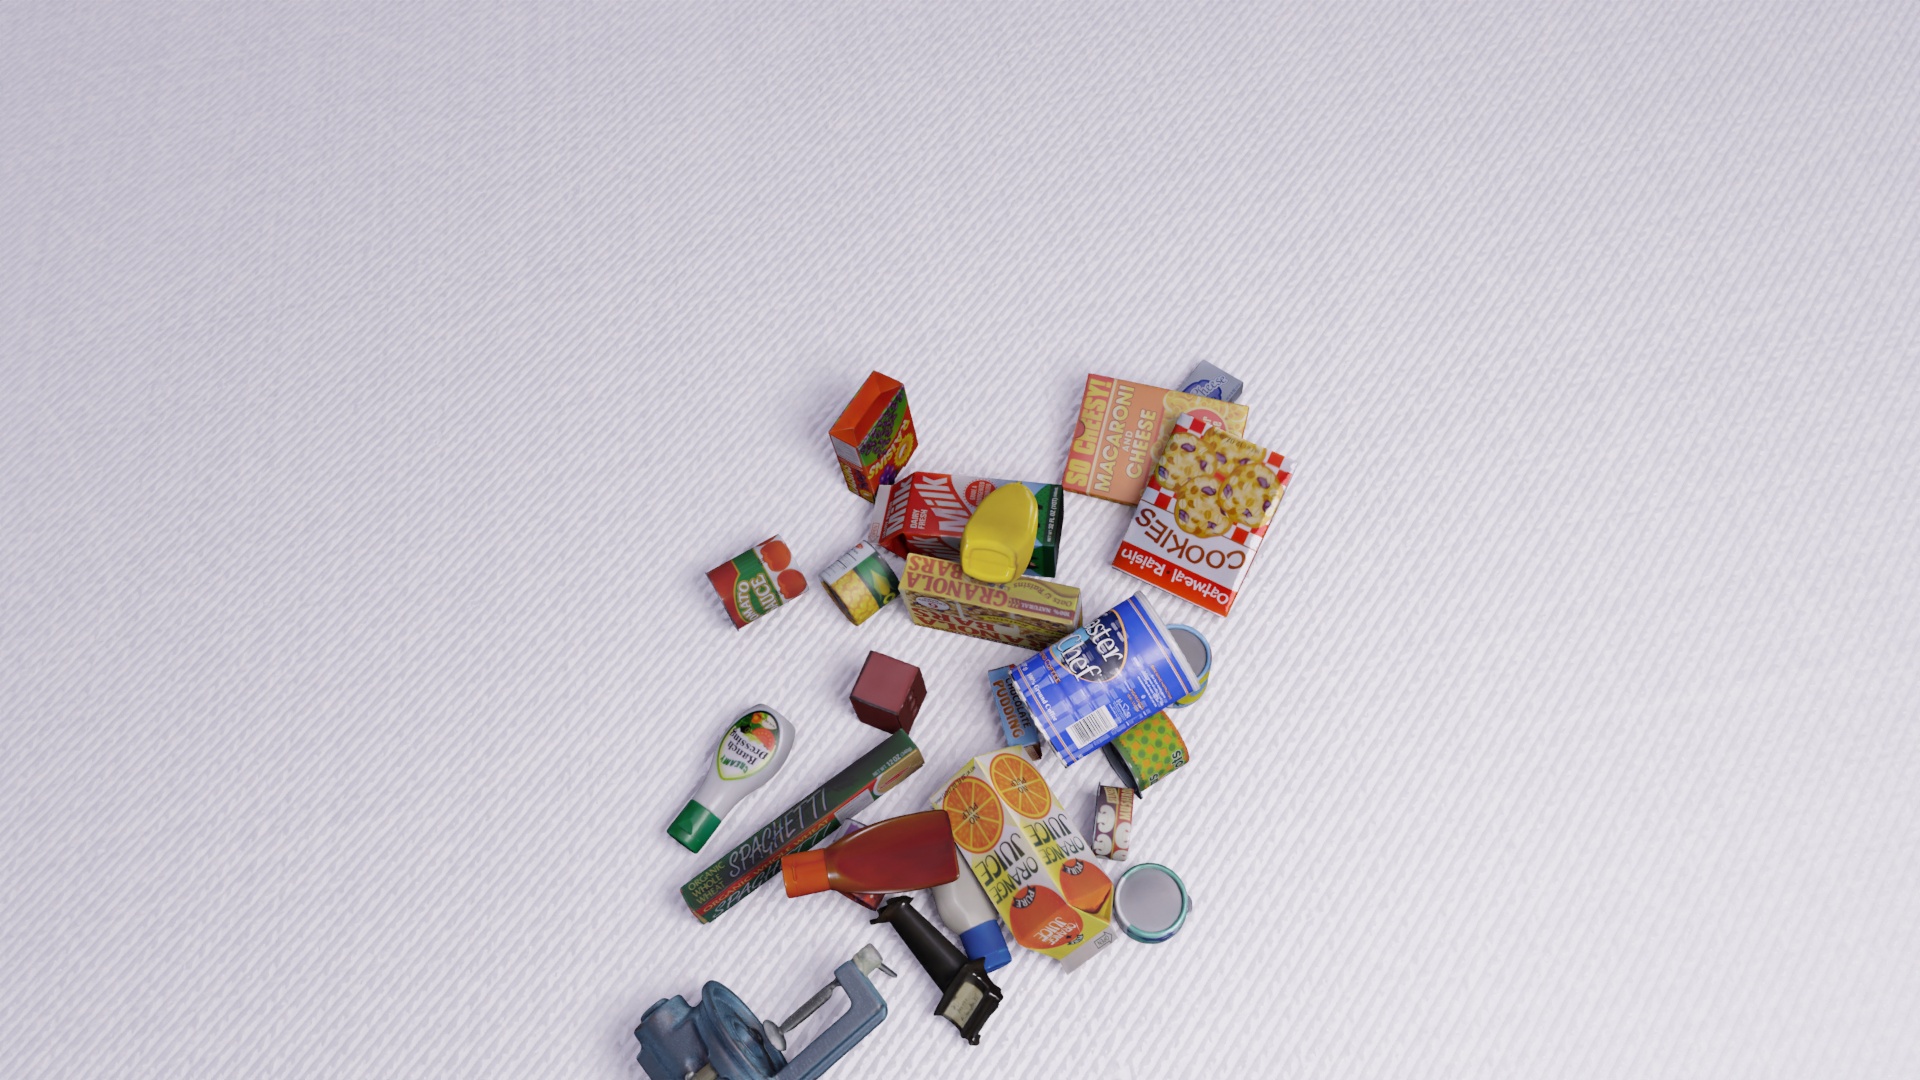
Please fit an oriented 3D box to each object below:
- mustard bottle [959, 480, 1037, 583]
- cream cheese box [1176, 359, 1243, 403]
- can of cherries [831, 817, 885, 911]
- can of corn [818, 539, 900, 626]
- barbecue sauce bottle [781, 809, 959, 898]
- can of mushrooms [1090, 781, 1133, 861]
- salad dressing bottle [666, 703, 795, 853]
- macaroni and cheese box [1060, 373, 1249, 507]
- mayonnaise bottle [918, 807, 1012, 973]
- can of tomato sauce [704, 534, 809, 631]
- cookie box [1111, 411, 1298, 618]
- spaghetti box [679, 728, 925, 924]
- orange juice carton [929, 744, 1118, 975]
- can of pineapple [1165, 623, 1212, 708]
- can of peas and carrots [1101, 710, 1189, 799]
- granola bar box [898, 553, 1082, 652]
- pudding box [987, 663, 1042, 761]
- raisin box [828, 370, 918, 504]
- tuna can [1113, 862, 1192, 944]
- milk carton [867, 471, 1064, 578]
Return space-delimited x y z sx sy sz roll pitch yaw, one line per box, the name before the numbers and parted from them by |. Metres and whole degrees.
mustard bottle | 0.043 -0.016 1.297 0.065 0.048 0.161 13 29 9
cream cheese box | 0.247 -0.138 1.461 0.053 0.024 0.104 34 71 20
can of cherries | -0.087 0.293 1.249 0.071 0.071 0.058 25 69 16
can of corn | -0.098 0.045 1.377 0.058 0.071 0.071 -37 66 -12
barbecue sauce bottle | -0.078 0.276 1.197 0.149 0.043 0.065 -10 72 -6
can of mushrooms | 0.137 0.252 1.249 0.033 0.070 0.071 7 64 7
salad dressing bottle | -0.216 0.224 1.307 0.064 0.043 0.148 30 70 17
macaroni and cheese box | 0.197 -0.093 1.411 0.166 0.040 0.123 13 87 11
mayonnaise bottle | 0.001 0.311 1.239 0.065 0.041 0.148 1 56 -44
can of tomato sauce | -0.201 0.042 1.384 0.083 0.071 0.071 -29 65 -10
cookie box | 0.237 -0.024 1.357 0.123 0.040 0.167 25 92 11
spaghetti box | -0.143 0.263 1.278 0.251 0.050 0.029 -35 64 -12
orange juice carton | 0.063 0.282 1.220 0.071 0.073 0.193 -48 65 30
can of pineapple | 0.205 0.118 1.317 0.071 0.057 0.071 -2 63 4
can of peas and carrots | 0.170 0.193 1.278 0.059 0.070 0.071 -30 65 -11
granola bar box | 0.032 0.063 1.321 0.165 0.124 0.039 11 72 10
pudding box | 0.052 0.164 1.311 0.030 0.049 0.084 -16 63 -1
raisin box | -0.086 -0.103 1.416 0.040 0.123 0.086 26 69 17
tuna can | 0.171 0.321 1.232 0.071 0.032 0.071 -2 63 4
milk carton | 0.005 -0.017 1.393 0.191 0.073 0.072 6 63 8
